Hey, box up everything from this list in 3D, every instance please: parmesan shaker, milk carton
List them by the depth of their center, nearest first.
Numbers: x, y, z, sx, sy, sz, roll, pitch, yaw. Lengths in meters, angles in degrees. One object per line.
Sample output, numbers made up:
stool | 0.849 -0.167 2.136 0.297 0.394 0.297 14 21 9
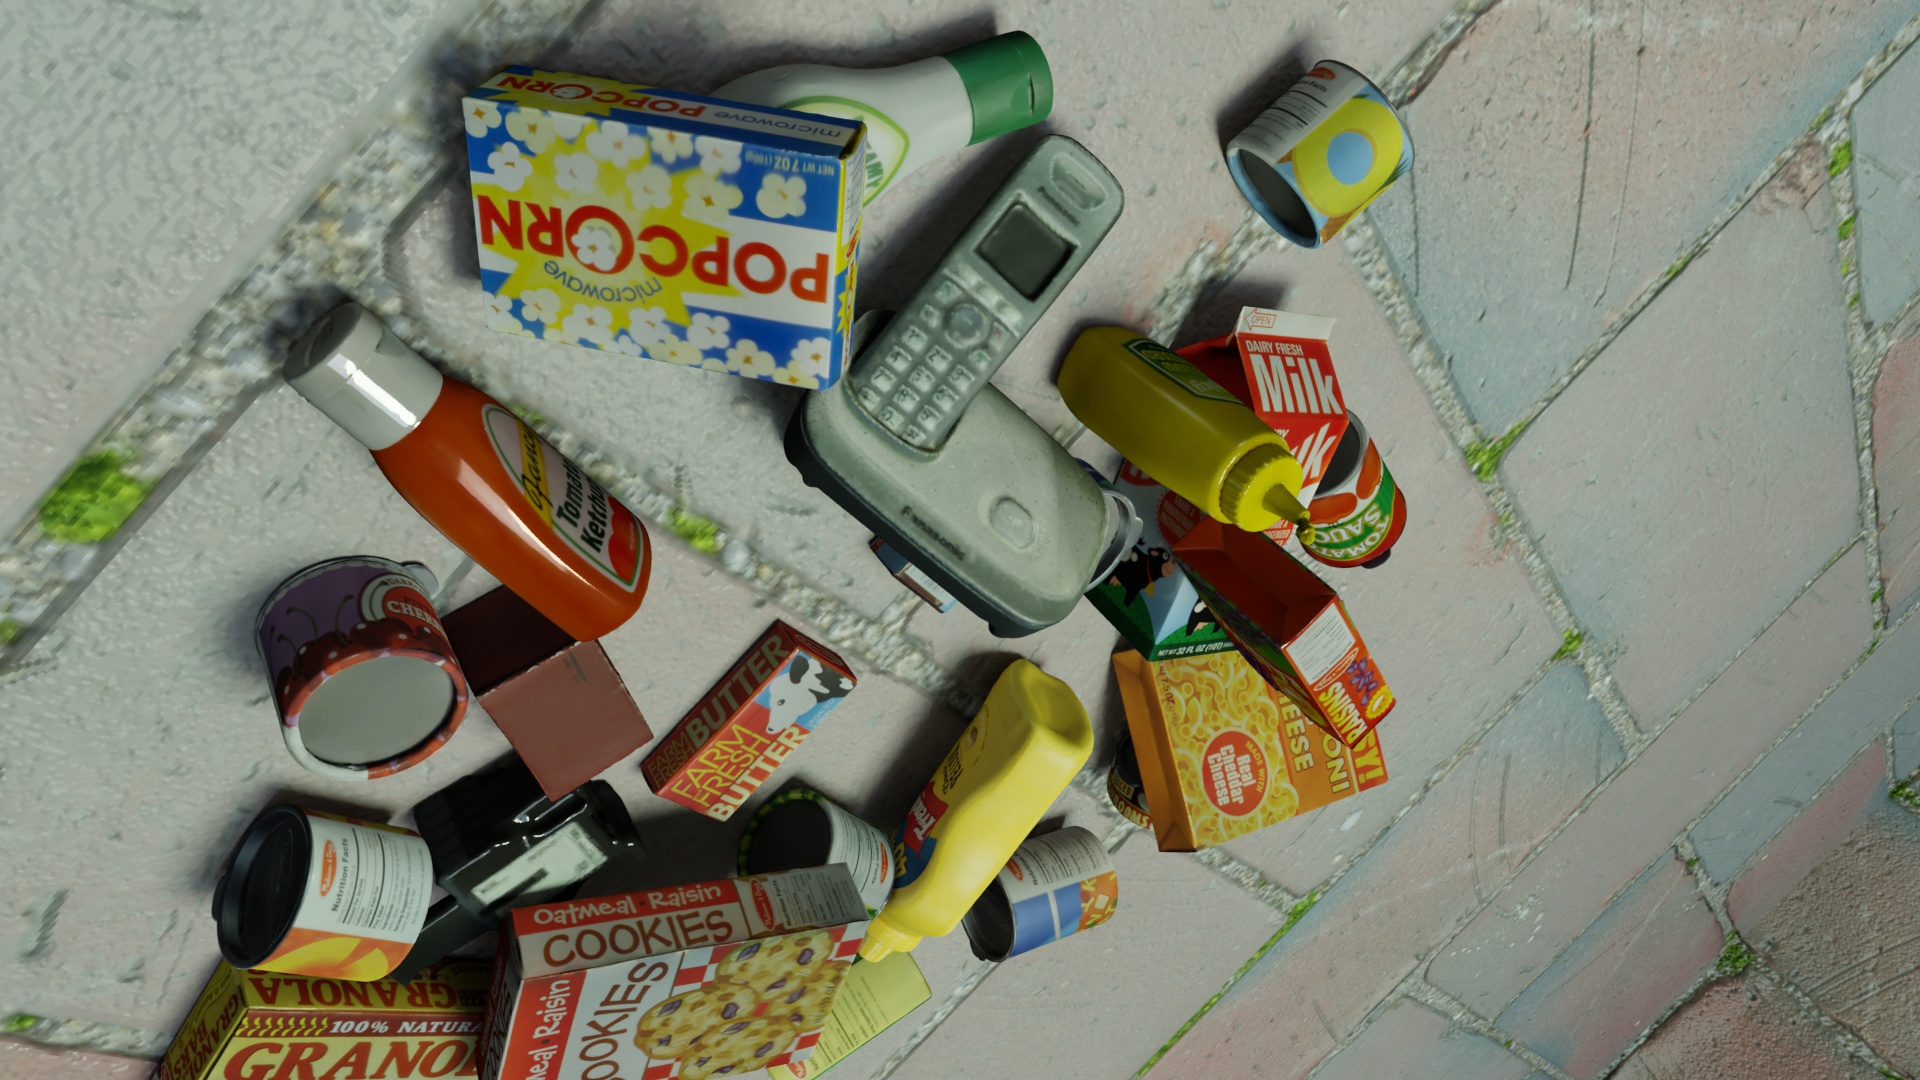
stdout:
milk carton | 0.137 -0.035 0.736 0.072 0.074 0.189 -2 124 -36
parmesan shaker | -0.076 0.277 0.834 0.103 0.071 0.071 -31 137 -14

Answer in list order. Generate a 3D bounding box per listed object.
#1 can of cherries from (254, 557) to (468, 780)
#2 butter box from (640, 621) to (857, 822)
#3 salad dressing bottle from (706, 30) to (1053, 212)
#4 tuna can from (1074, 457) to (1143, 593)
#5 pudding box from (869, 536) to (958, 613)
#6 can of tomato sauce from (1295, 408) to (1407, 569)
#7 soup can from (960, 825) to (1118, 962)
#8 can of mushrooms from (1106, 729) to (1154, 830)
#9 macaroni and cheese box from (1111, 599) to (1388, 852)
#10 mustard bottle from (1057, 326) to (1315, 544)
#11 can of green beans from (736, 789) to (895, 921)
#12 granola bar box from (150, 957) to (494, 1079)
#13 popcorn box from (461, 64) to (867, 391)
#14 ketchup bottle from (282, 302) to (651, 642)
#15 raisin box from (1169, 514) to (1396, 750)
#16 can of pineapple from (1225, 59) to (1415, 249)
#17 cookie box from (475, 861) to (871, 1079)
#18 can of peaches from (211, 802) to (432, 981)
can of cherries | -0.228 0.048 0.534 0.072 0.058 0.071 -21 134 -23
butter box | -0.105 0.092 0.691 0.103 0.024 0.053 -46 139 3
salad dressing bottle | -0.035 -0.155 0.525 0.148 0.044 0.064 -25 133 -19
tuna can | 0.052 -0.006 0.677 0.071 0.033 0.070 -21 134 -23
pudding box | 0.002 -0.009 0.686 0.083 0.030 0.049 -45 137 3
can of tomato sauce | 0.215 -0.030 0.803 0.071 0.071 0.083 -45 138 2
soup can | 0.048 0.227 0.889 0.084 0.071 0.071 -9 129 -32
can of mushrooms | 0.127 0.153 0.889 0.071 0.071 0.033 -12 131 -30
macaroni and cheese box | 0.183 0.112 0.866 0.167 0.040 0.123 -10 85 -32
mustard bottle | 0.111 -0.046 0.641 0.065 0.161 0.048 4 120 -41
can of green beans | -0.078 0.174 0.749 0.071 0.071 0.057 -45 138 2
granola bar box | -0.293 0.259 0.673 0.165 0.039 0.124 21 109 -46
popcorn box | -0.098 -0.105 0.469 0.127 0.038 0.084 11 126 4
ketchup bottle | -0.178 -0.025 0.513 0.043 0.065 0.148 -30 132 14
raisin box | 0.164 0.045 0.700 0.040 0.086 0.123 -44 138 -1
can of pineapple | 0.167 -0.177 0.646 0.058 0.071 0.071 -41 139 0
cookie box | -0.141 0.219 0.676 0.168 0.040 0.122 -1 130 -29
can of peaches | -0.267 0.149 0.584 0.071 0.071 0.058 -51 138 9
